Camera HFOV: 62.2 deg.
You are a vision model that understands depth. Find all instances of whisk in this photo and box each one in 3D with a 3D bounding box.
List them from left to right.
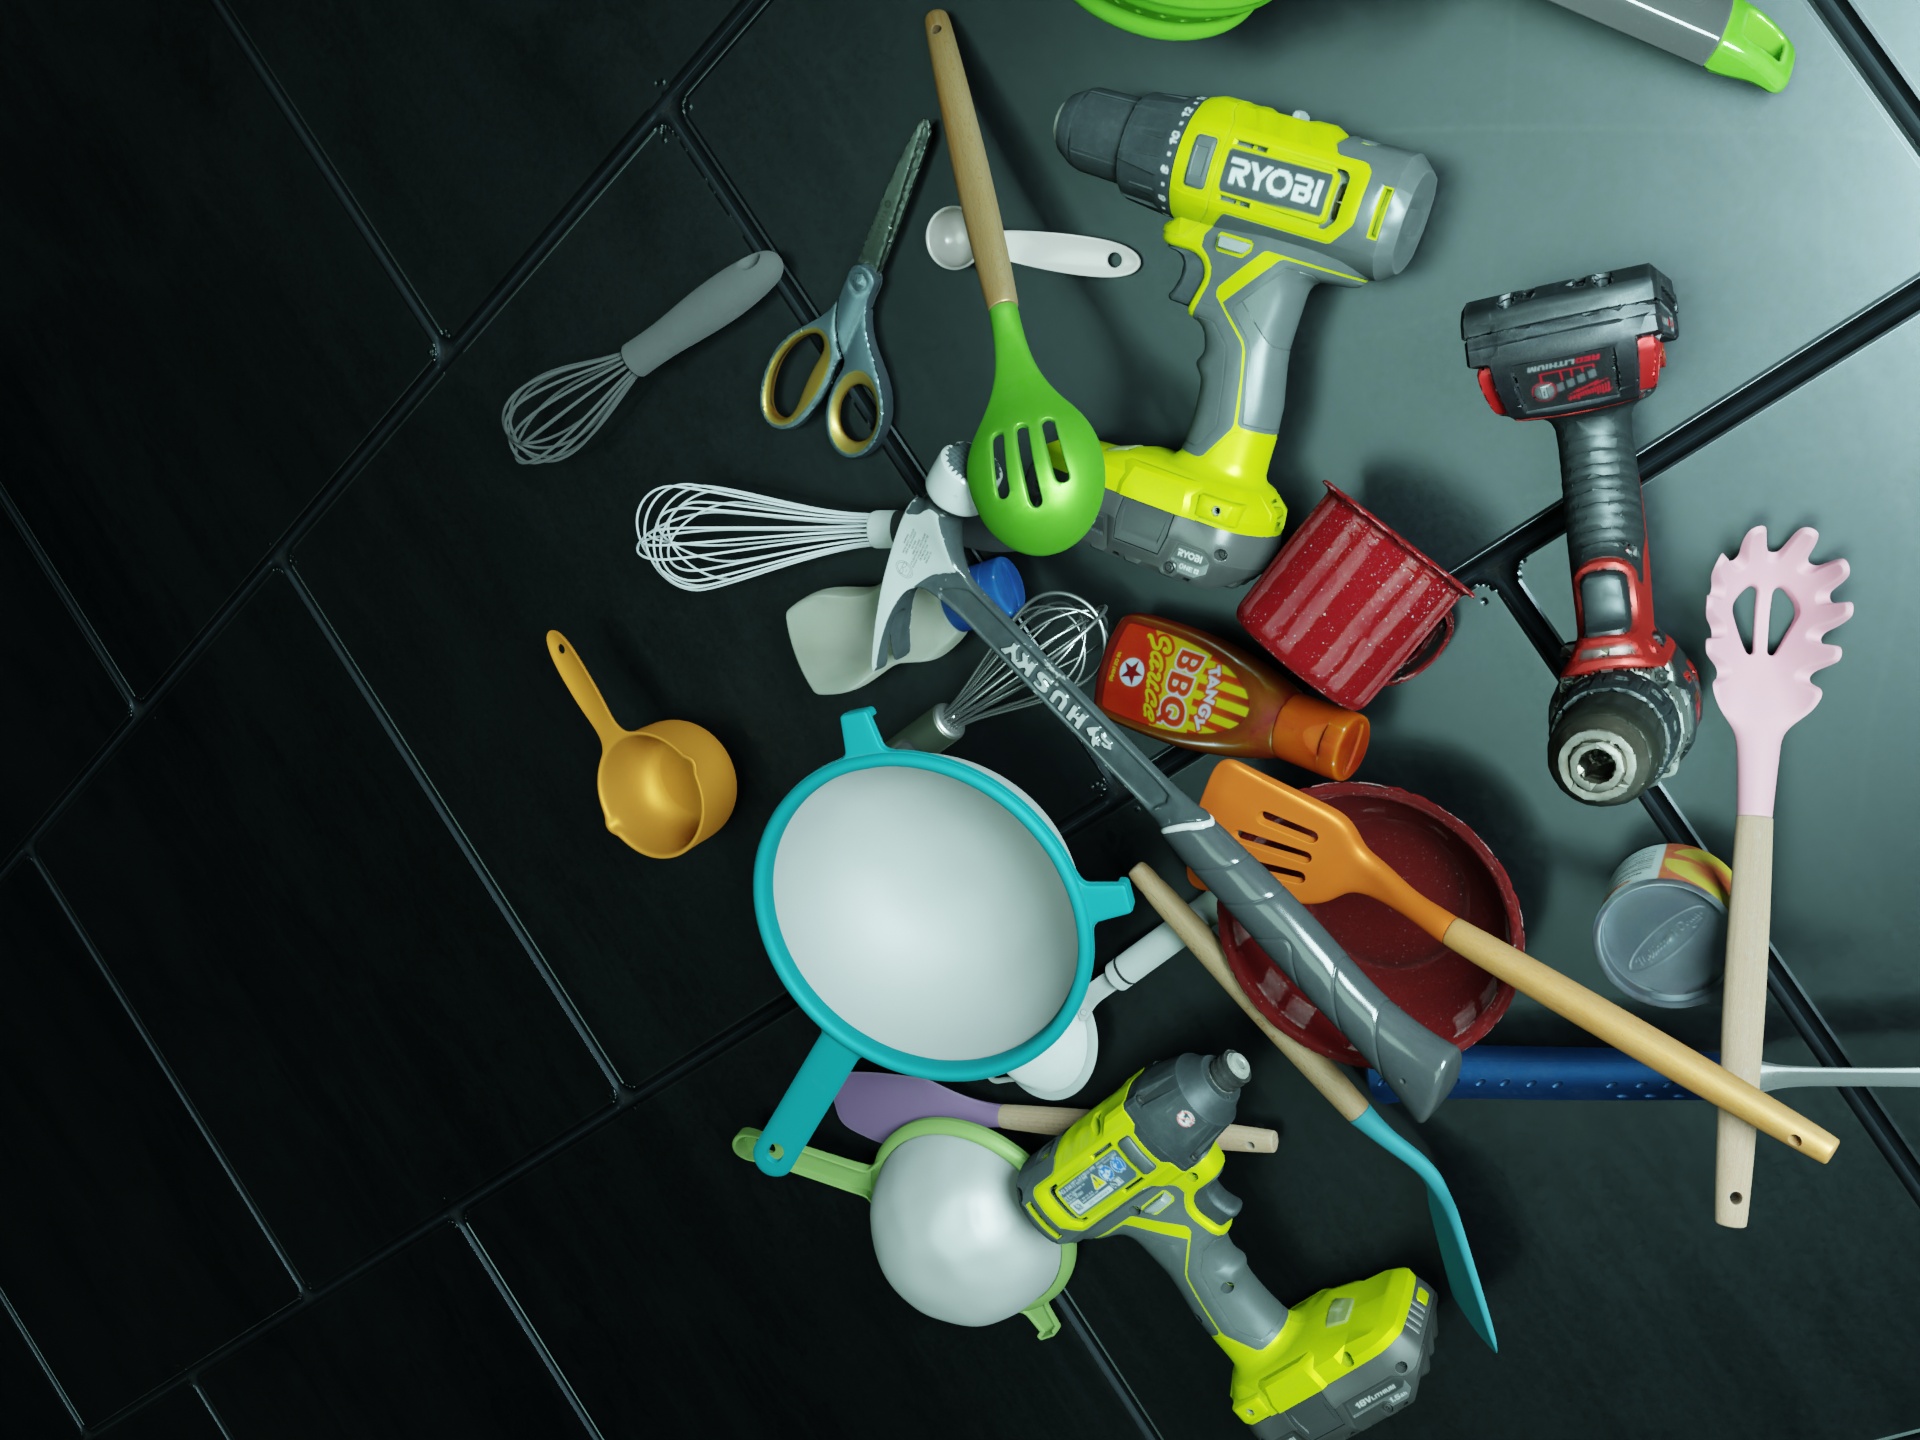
[{"bbox_3d":[-0.202,-0.228,0.998,0.239,0.055,0.055,-26,92,27],"label":"whisk"},{"bbox_3d":[-0.074,-0.115,0.954,0.285,0.070,0.070,1,105,23],"label":"whisk"},{"bbox_3d":[-0.002,-0.003,0.952,0.058,0.059,0.246,49,127,-7],"label":"whisk"}]

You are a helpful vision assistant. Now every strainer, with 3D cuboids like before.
[{"bbox_3d":[-0.052,0.329,1.054,0.256,0.069,0.151,12,117,23],"label":"strainer"},{"bbox_3d":[-0.039,0.151,0.986,0.211,0.095,0.340,34,119,6],"label":"strainer"},{"bbox_3d":[0.089,0.155,0.955,0.258,0.050,0.087,-42,69,28],"label":"strainer"}]

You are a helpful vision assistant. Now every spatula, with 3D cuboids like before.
[{"bbox_3d":[0.050,0.257,1.018,0.316,0.018,0.059,-4,110,30],"label":"spatula"},{"bbox_3d":[0.197,0.207,0.889,0.044,0.082,0.317,-42,85,1],"label":"spatula"},{"bbox_3d":[0.252,0.117,0.763,0.323,0.041,0.081,31,125,33],"label":"spatula"}]

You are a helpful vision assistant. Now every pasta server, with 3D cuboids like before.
[{"bbox_3d":[0.362,0.071,0.725,0.060,0.040,0.316,5,85,16],"label":"pasta server"}]

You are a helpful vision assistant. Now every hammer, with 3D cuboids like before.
[{"bbox_3d":[0.101,0.043,0.826,0.409,0.036,0.149,47,136,14],"label":"hammer"},{"bbox_3d":[0.392,0.168,0.765,0.405,0.035,0.143,-8,145,36],"label":"hammer"}]

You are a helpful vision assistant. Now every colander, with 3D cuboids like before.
[{"bbox_3d":[0.173,-0.349,0.725,0.397,0.205,0.094,25,151,3],"label":"colander"}]

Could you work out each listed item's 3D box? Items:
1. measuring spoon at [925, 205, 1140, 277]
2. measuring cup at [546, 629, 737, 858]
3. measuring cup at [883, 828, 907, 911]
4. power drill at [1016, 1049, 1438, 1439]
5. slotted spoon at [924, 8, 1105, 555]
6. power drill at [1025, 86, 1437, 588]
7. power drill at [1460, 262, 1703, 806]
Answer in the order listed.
[{"bbox_3d":[0.041,-0.260,0.874,0.124,0.018,0.034,14,112,17],"label":"measuring spoon"},{"bbox_3d":[-0.216,0.008,1.070,0.095,0.052,0.173,-36,84,32],"label":"measuring cup"},{"bbox_3d":[-0.053,0.144,1.032,0.062,0.029,0.156,14,112,24],"label":"measuring cup"},{"bbox_3d":[0.161,0.303,0.922,0.223,0.080,0.171,46,121,3],"label":"power drill"},{"bbox_3d":[0.015,-0.235,0.823,0.070,0.031,0.314,-15,74,14],"label":"slotted spoon"},{"bbox_3d":[0.114,-0.200,0.814,0.191,0.080,0.228,24,112,21],"label":"power drill"},{"bbox_3d":[0.279,-0.077,0.698,0.080,0.188,0.226,-7,97,29],"label":"power drill"}]
